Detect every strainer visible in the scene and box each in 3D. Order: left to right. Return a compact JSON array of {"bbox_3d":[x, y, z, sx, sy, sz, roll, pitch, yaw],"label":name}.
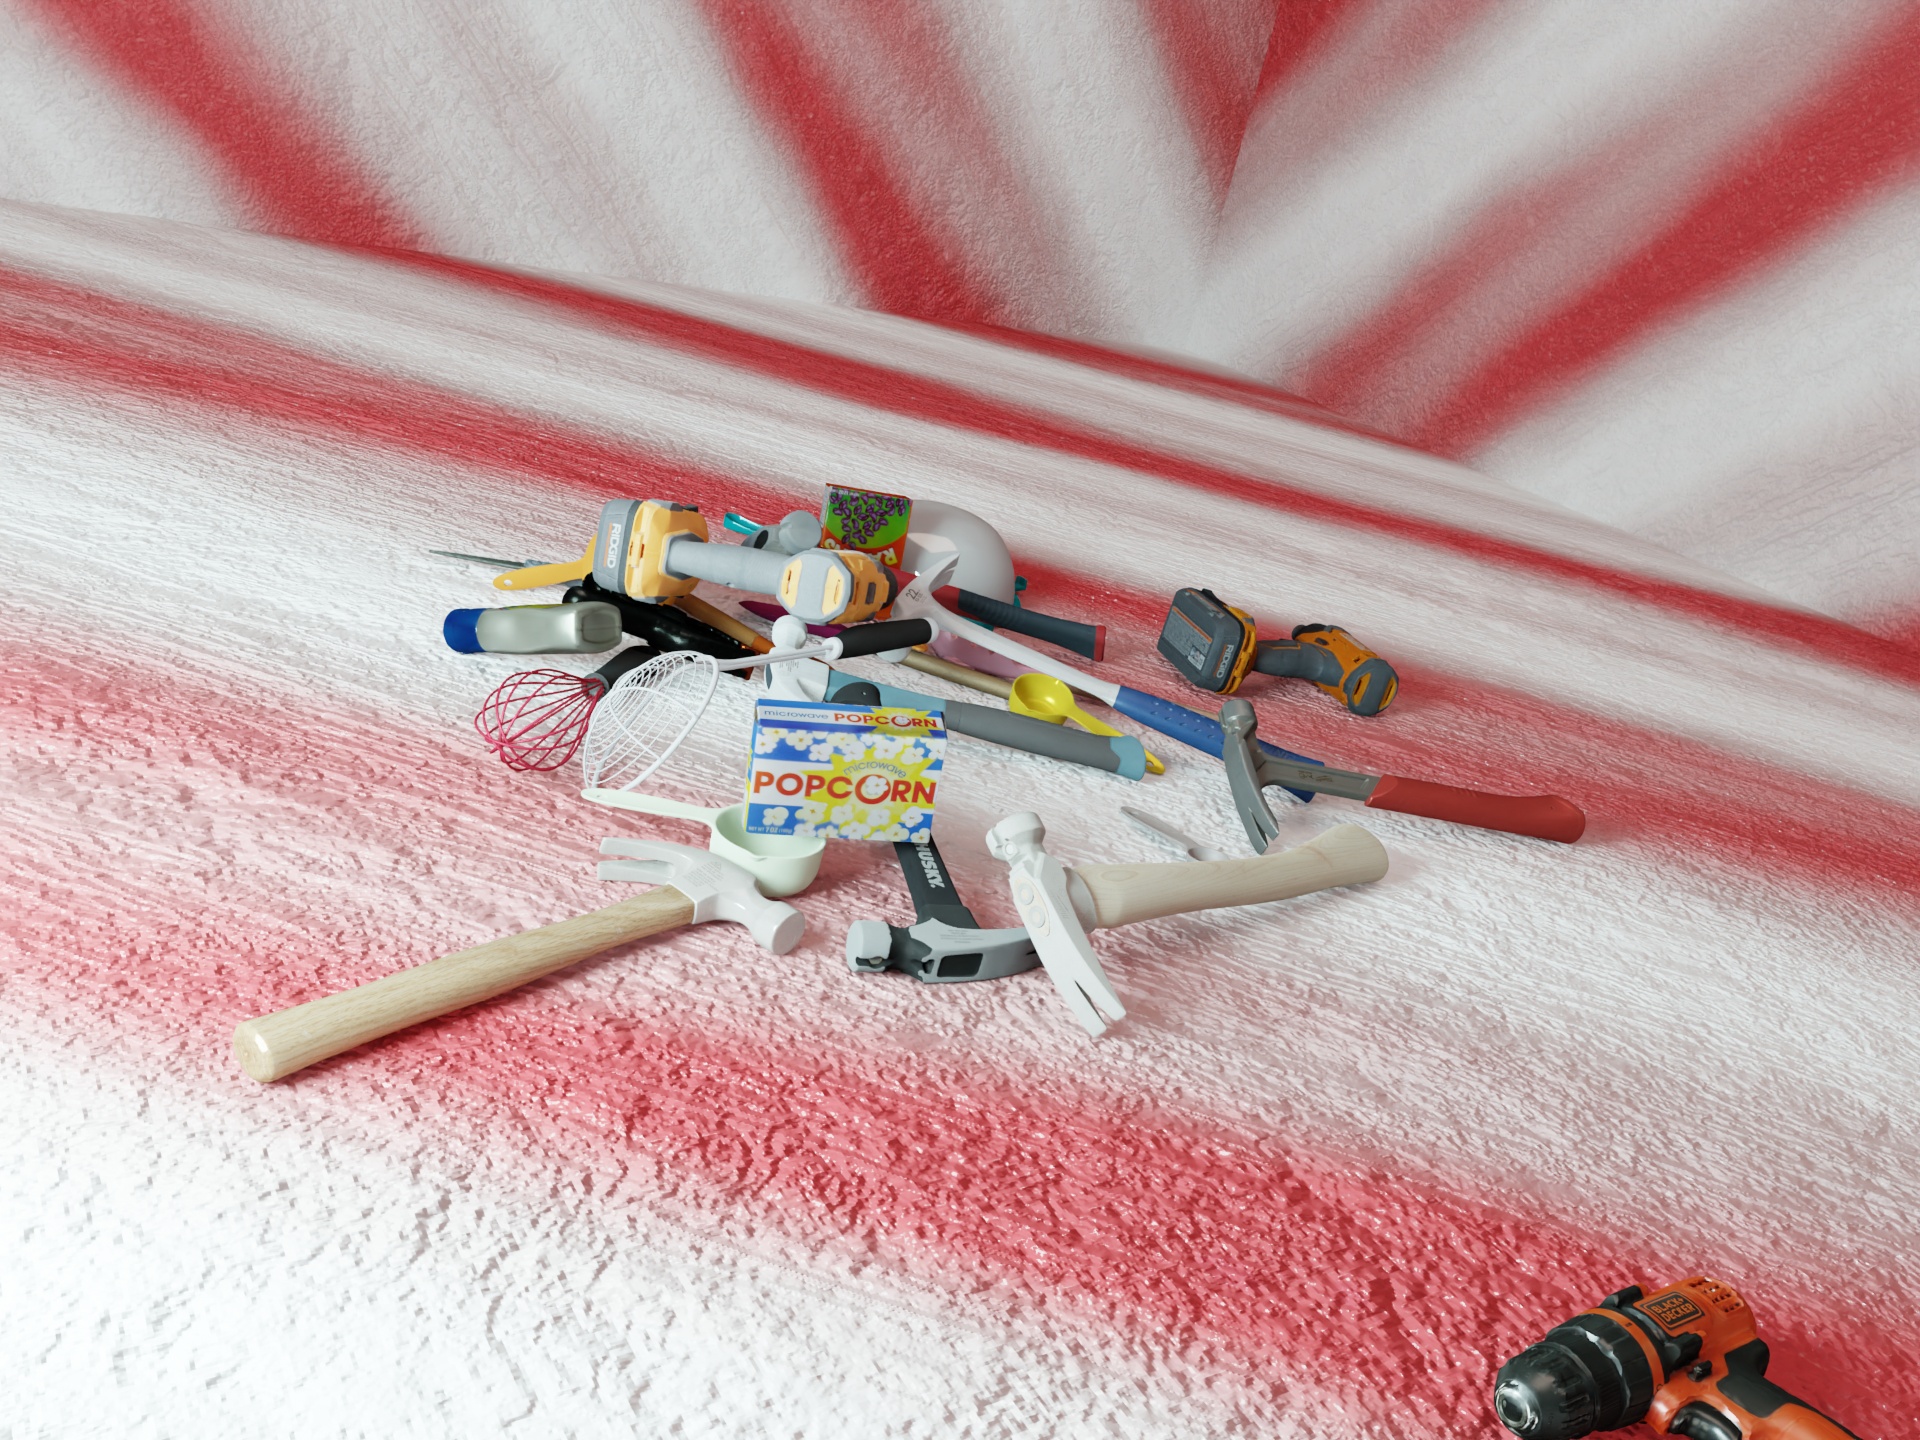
[{"bbox_3d":[-0.089,-0.200,1.704,0.340,0.095,0.211,18,23,8],"label":"strainer"}]

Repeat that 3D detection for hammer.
[{"bbox_3d":[-0.246,0.132,0.900,0.130,0.031,0.331,28,26,31],"label":"hammer"},{"bbox_3d":[-0.036,0.067,1.131,0.146,0.035,0.335,5,30,-20],"label":"hammer"},{"bbox_3d":[-0.026,-0.117,1.547,0.386,0.038,0.143,15,-17,-29],"label":"hammer"},{"bbox_3d":[-0.002,-0.004,1.337,0.331,0.033,0.128,14,38,-10],"label":"hammer"},{"bbox_3d":[0.130,-0.031,1.415,0.405,0.035,0.144,24,43,2],"label":"hammer"},{"bbox_3d":[0.193,0.124,1.131,0.410,0.038,0.146,-1,56,-45],"label":"hammer"},{"bbox_3d":[0.392,0.073,1.375,0.359,0.036,0.149,11,45,-20],"label":"hammer"}]

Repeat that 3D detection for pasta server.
[{"bbox_3d":[0.118,-0.039,1.514,0.316,0.040,0.060,15,-13,-2],"label":"pasta server"}]

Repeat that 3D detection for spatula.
[{"bbox_3d":[-0.196,-0.068,1.426,0.081,0.041,0.323,-8,27,-40],"label":"spatula"}]

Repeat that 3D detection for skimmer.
[{"bbox_3d":[-0.133,-0.019,1.221,0.127,0.090,0.363,-23,-6,41],"label":"skimmer"}]

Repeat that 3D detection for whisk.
[{"bbox_3d":[-0.288,-0.021,1.218,0.073,0.073,0.296,16,16,6],"label":"whisk"}]

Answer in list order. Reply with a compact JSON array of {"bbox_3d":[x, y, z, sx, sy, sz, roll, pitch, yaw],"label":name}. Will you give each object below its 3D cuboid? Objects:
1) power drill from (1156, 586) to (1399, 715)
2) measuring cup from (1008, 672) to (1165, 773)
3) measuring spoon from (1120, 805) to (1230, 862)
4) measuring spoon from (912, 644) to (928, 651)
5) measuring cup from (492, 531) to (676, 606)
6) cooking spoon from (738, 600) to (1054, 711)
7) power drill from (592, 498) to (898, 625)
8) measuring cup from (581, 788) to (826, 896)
[{"bbox_3d":[0.327,-0.075,1.672,0.226,0.084,0.164,9,22,-22],"label":"power drill"},{"bbox_3d":[0.111,0.012,1.414,0.156,0.029,0.062,33,41,13],"label":"measuring cup"},{"bbox_3d":[0.165,0.096,1.254,0.034,0.018,0.124,-2,20,-33],"label":"measuring spoon"},{"bbox_3d":[-0.042,-0.082,1.532,0.021,0.011,0.117,15,11,-9],"label":"measuring spoon"},{"bbox_3d":[-0.336,-0.123,1.424,0.173,0.095,0.052,-9,38,-1],"label":"measuring cup"},{"bbox_3d":[-0.062,-0.063,1.493,0.319,0.017,0.069,19,12,13],"label":"cooking spoon"},{"bbox_3d":[-0.168,-0.128,1.335,0.226,0.084,0.185,12,8,13],"label":"power drill"},{"bbox_3d":[-0.174,0.079,1.065,0.167,0.038,0.083,12,22,2],"label":"measuring cup"}]
